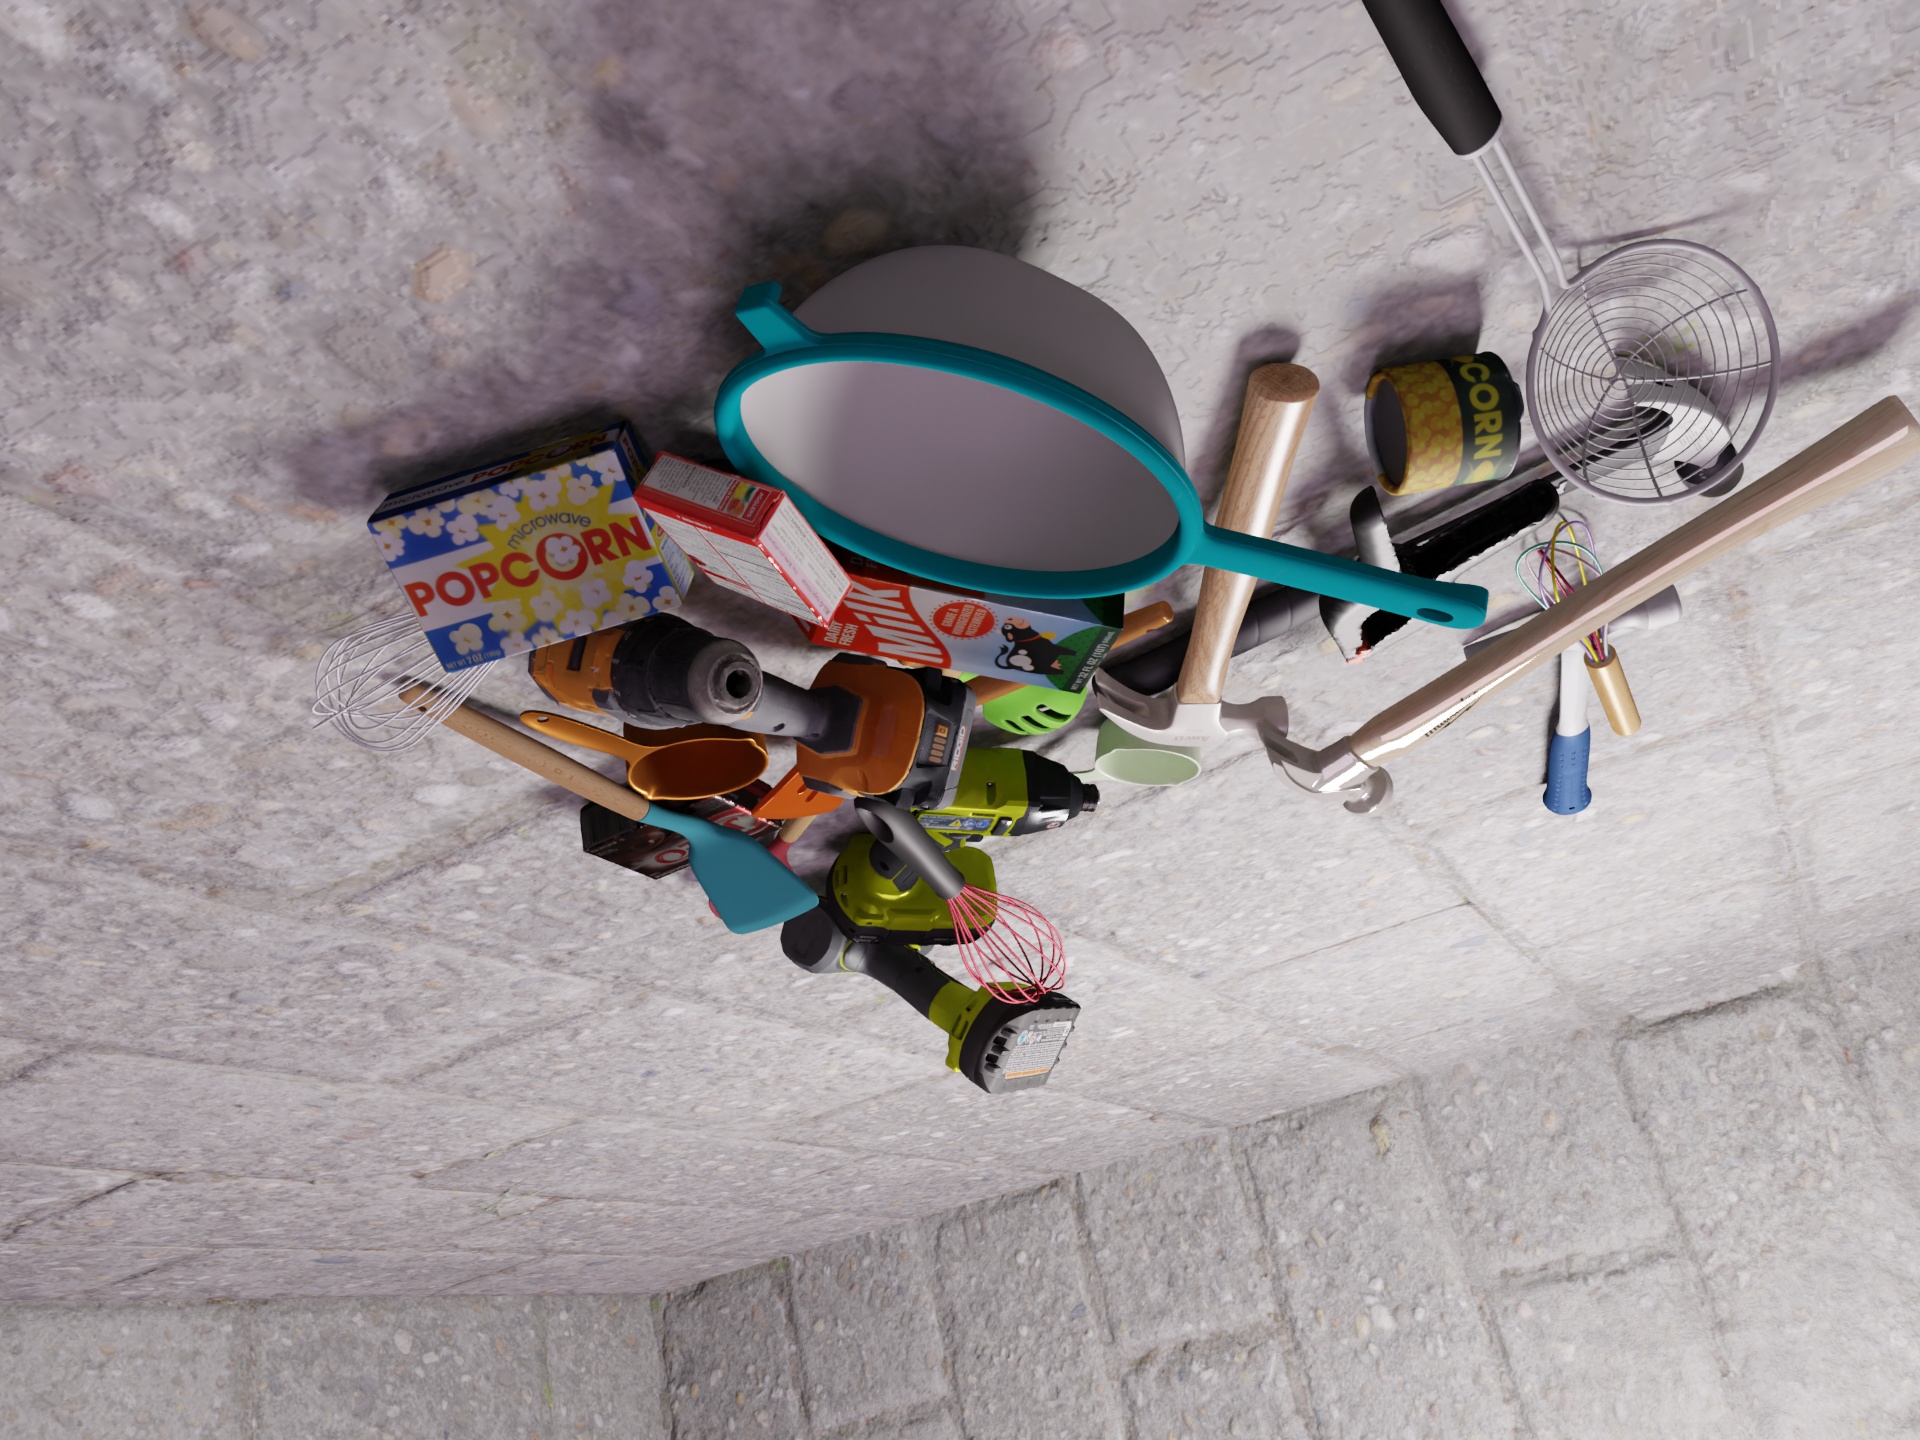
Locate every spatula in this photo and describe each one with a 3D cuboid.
[{"bbox_3d":[-0.002,-0.003,0.987,0.322,0.041,0.081,-23,166,36],"label":"spatula"},{"bbox_3d":[-0.222,0.056,1.013,0.082,0.044,0.317,-24,141,31],"label":"spatula"}]

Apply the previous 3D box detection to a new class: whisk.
[{"bbox_3d":[-0.226,-0.061,0.821,0.284,0.070,0.070,-27,151,19],"label":"whisk"},{"bbox_3d":[0.426,-0.052,1.078,0.051,0.047,0.244,-24,139,19],"label":"whisk"},{"bbox_3d":[0.002,0.127,1.139,0.073,0.073,0.295,-20,138,17],"label":"whisk"}]

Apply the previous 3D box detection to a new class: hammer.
[{"bbox_3d":[0.374,-0.066,0.970,0.410,0.038,0.146,-36,145,27],"label":"hammer"},{"bbox_3d":[0.488,0.002,1.284,0.144,0.035,0.405,-18,154,12],"label":"hammer"},{"bbox_3d":[0.259,-0.096,0.980,0.409,0.036,0.149,-26,151,27],"label":"hammer"},{"bbox_3d":[0.154,-0.080,0.927,0.130,0.031,0.331,-2,147,-3],"label":"hammer"}]

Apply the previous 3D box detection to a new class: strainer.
[{"bbox_3d":[0.069,-0.122,0.688,0.340,0.095,0.211,14,163,-3],"label":"strainer"}]

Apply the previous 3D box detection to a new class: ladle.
[{"bbox_3d":[-0.121,0.074,1.179,0.069,0.031,0.315,-1,151,-28],"label":"ladle"}]

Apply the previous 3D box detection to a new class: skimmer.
[{"bbox_3d":[0.264,-0.209,0.681,0.127,0.090,0.363,-53,141,8],"label":"skimmer"}]

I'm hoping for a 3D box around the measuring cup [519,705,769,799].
[{"bbox_3d":[-0.193,-0.002,0.960,0.095,0.052,0.173,-29,148,31],"label":"measuring cup"}]

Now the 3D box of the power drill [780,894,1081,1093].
[{"bbox_3d":[-0.018,0.219,1.341,0.190,0.229,0.080,14,102,-59],"label":"power drill"}]

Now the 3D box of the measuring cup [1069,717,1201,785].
[{"bbox_3d":[0.100,0.024,1.172,0.167,0.038,0.083,-10,154,38],"label":"measuring cup"}]

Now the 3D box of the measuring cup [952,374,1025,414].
[{"bbox_3d":[0.044,-0.154,0.787,0.062,0.029,0.156,-25,141,36],"label":"measuring cup"}]

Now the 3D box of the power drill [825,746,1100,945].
[{"bbox_3d":[-0.006,0.092,1.197,0.171,0.080,0.223,4,149,-17],"label":"power drill"}]

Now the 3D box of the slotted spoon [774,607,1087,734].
[{"bbox_3d":[-0.022,-0.038,0.989,0.070,0.031,0.313,-25,151,32],"label":"slotted spoon"}]

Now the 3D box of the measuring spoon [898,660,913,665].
[{"bbox_3d":[-0.025,-0.068,0.914,0.021,0.011,0.116,-12,144,-17],"label":"measuring spoon"}]

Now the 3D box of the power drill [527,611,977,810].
[{"bbox_3d":[-0.098,-0.009,0.864,0.226,0.084,0.185,16,175,-37],"label":"power drill"}]
